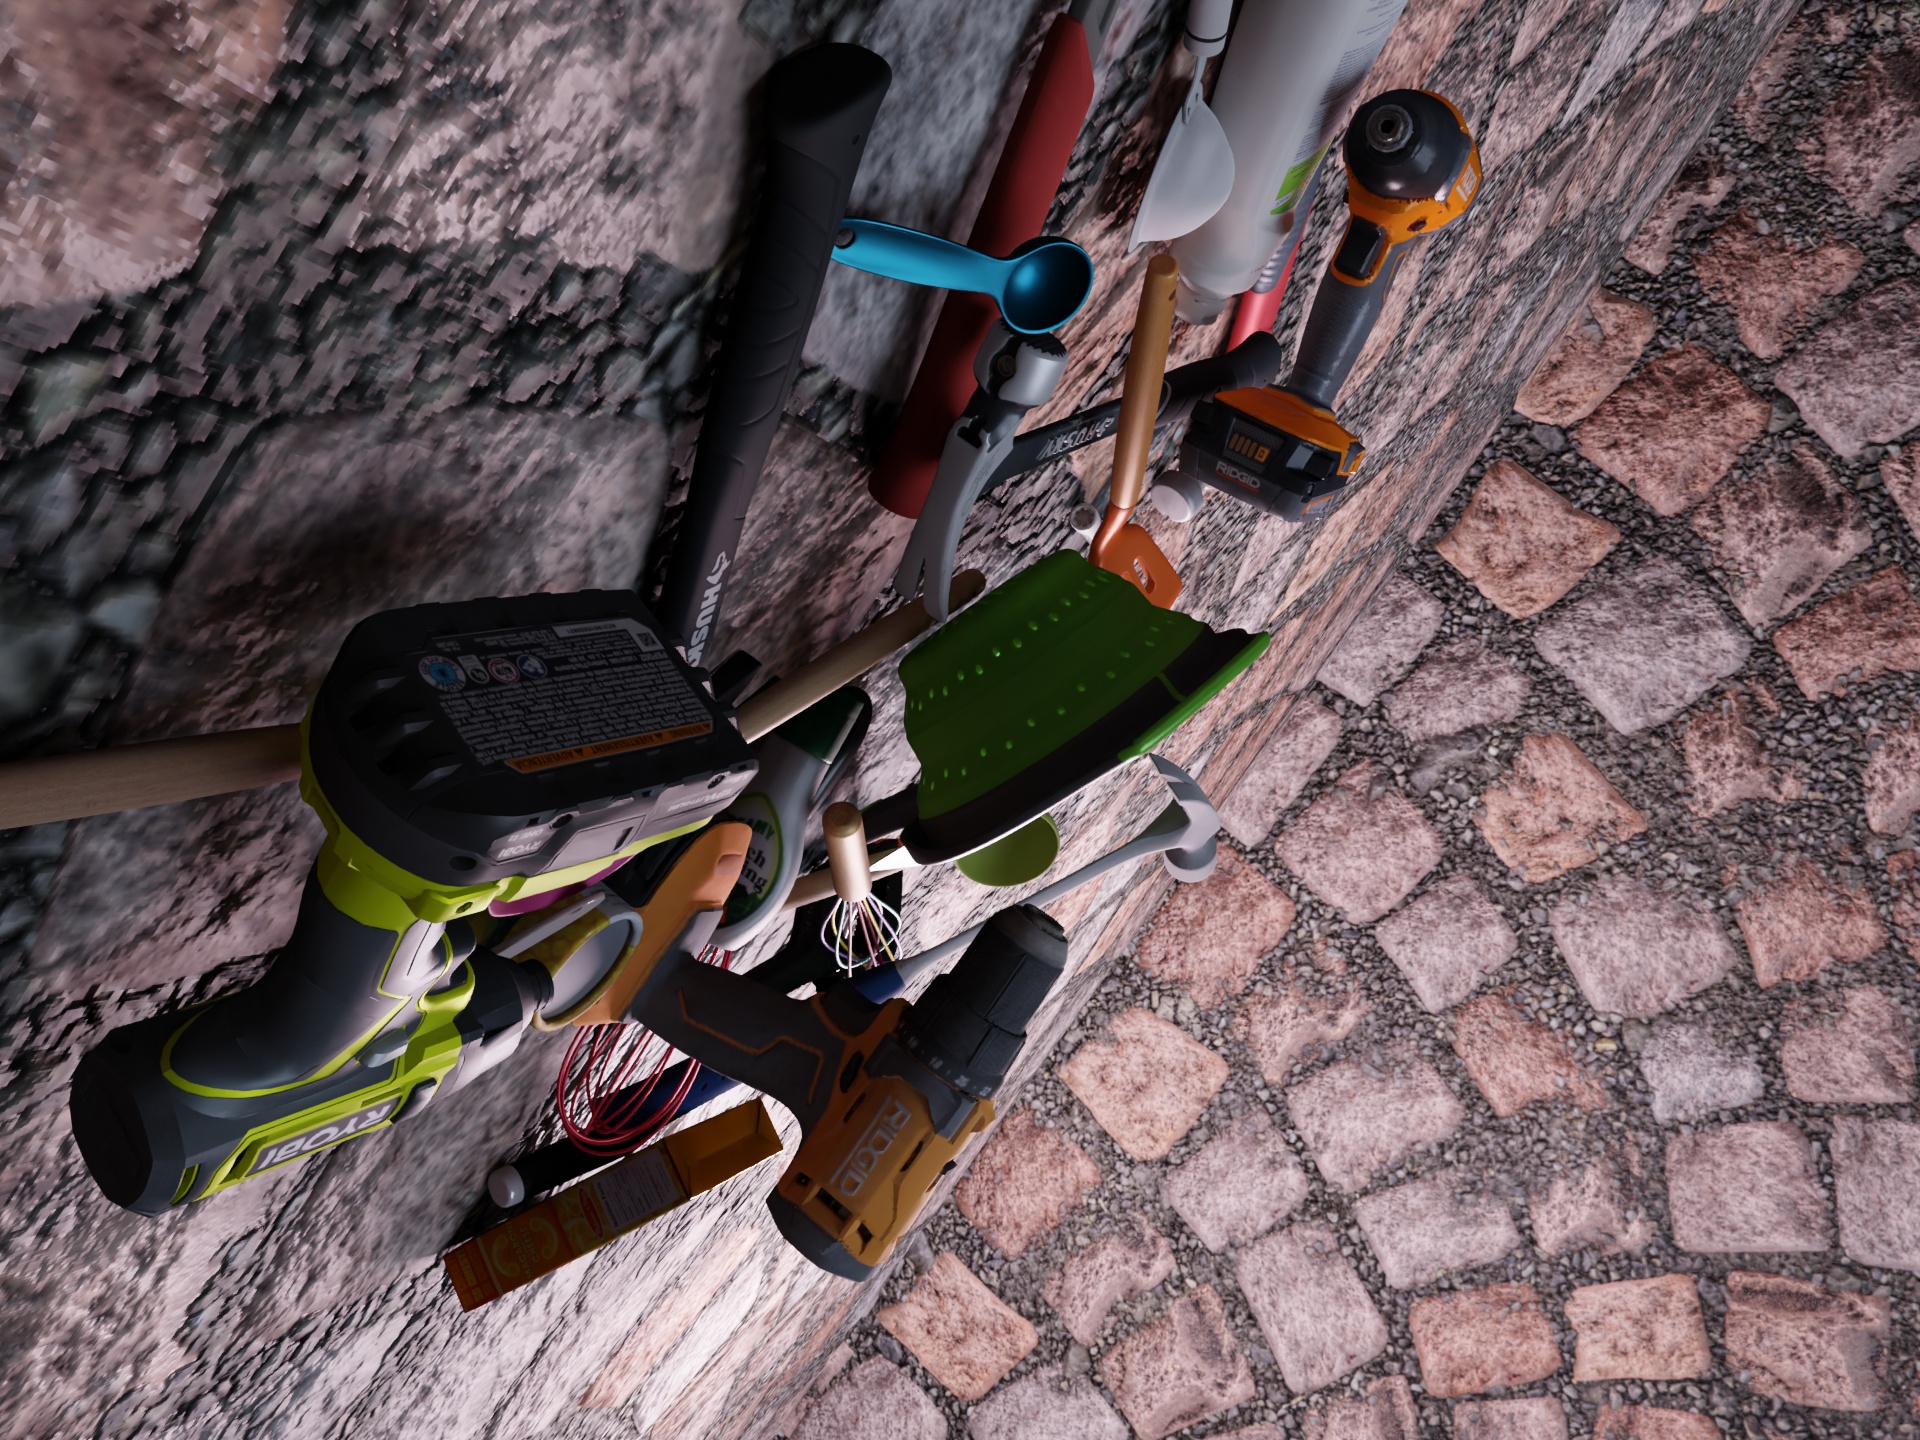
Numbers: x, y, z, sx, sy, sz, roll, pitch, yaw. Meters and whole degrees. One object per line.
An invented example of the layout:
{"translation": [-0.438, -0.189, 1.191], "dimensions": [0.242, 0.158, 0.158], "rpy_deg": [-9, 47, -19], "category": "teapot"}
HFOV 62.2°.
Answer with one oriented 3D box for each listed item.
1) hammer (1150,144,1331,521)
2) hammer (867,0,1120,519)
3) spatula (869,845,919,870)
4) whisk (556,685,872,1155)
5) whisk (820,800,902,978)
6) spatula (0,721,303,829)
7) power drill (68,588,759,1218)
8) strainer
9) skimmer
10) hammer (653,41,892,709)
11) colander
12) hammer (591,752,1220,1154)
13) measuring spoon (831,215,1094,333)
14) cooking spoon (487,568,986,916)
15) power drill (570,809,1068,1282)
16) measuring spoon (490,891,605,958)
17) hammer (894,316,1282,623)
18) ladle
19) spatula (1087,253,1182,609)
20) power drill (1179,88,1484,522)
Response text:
{"translation": [0.207, -0.291, 1.034], "dimensions": [0.143, 0.038, 0.386], "rpy_deg": [-47, 163, -25], "category": "hammer"}
{"translation": [0.029, -0.235, 0.645], "dimensions": [0.149, 0.037, 0.359], "rpy_deg": [-33, 154, -51], "category": "hammer"}
{"translation": [0.014, 0.037, 1.081], "dimensions": [0.082, 0.044, 0.317], "rpy_deg": [-32, -170, 19], "category": "spatula"}
{"translation": [-0.132, 0.108, 0.876], "dimensions": [0.296, 0.073, 0.073], "rpy_deg": [-58, 164, -2], "category": "whisk"}
{"translation": [-0.057, 0.105, 0.925], "dimensions": [0.051, 0.047, 0.244], "rpy_deg": [-23, 156, -11], "category": "whisk"}
{"translation": [-0.198, 0.007, 0.487], "dimensions": [0.316, 0.018, 0.059], "rpy_deg": [-13, 123, -57], "category": "spatula"}
{"translation": [-0.169, 0.062, 0.519], "dimensions": [0.171, 0.080, 0.223], "rpy_deg": [-14, 151, -54], "category": "power drill"}
{"translation": [0.113, -0.307, 0.733], "dimensions": [0.258, 0.050, 0.087], "rpy_deg": [94, 20, -57], "category": "strainer"}
{"translation": [-0.169, 0.217, 1.052], "dimensions": [0.363, 0.090, 0.127], "rpy_deg": [-16, 136, -49], "category": "skimmer"}
{"translation": [-0.088, -0.094, 0.615], "dimensions": [0.146, 0.035, 0.334], "rpy_deg": [-34, 155, -48], "category": "hammer"}
{"translation": [-0.001, -0.003, 0.876], "dimensions": [0.204, 0.094, 0.397], "rpy_deg": [-38, -174, -30], "category": "colander"}
{"translation": [-0.028, 0.141, 0.937], "dimensions": [0.405, 0.035, 0.144], "rpy_deg": [-27, 152, -5], "category": "hammer"}
{"translation": [-0.005, -0.182, 0.622], "dimensions": [0.128, 0.021, 0.042], "rpy_deg": [3, 132, -33], "category": "measuring spoon"}
{"translation": [-0.085, -0.005, 0.707], "dimensions": [0.319, 0.017, 0.068], "rpy_deg": [-35, 151, -43], "category": "cooking spoon"}
{"translation": [-0.076, 0.118, 0.740], "dimensions": [0.185, 0.226, 0.084], "rpy_deg": [-55, 164, 5], "category": "power drill"}
{"translation": [-0.202, 0.095, 0.646], "dimensions": [0.124, 0.018, 0.034], "rpy_deg": [-28, 169, -1], "category": "measuring spoon"}
{"translation": [0.092, -0.162, 0.854], "dimensions": [0.409, 0.036, 0.149], "rpy_deg": [-32, 154, -55], "category": "hammer"}
{"translation": [-0.046, 0.103, 1.036], "dimensions": [0.320, 0.062, 0.078], "rpy_deg": [-13, 143, -51], "category": "ladle"}
{"translation": [0.092, -0.121, 0.801], "dimensions": [0.081, 0.041, 0.322], "rpy_deg": [-49, 165, -17], "category": "spatula"}
{"translation": [0.203, -0.224, 0.855], "dimensions": [0.226, 0.084, 0.164], "rpy_deg": [-66, 163, 17], "category": "power drill"}
